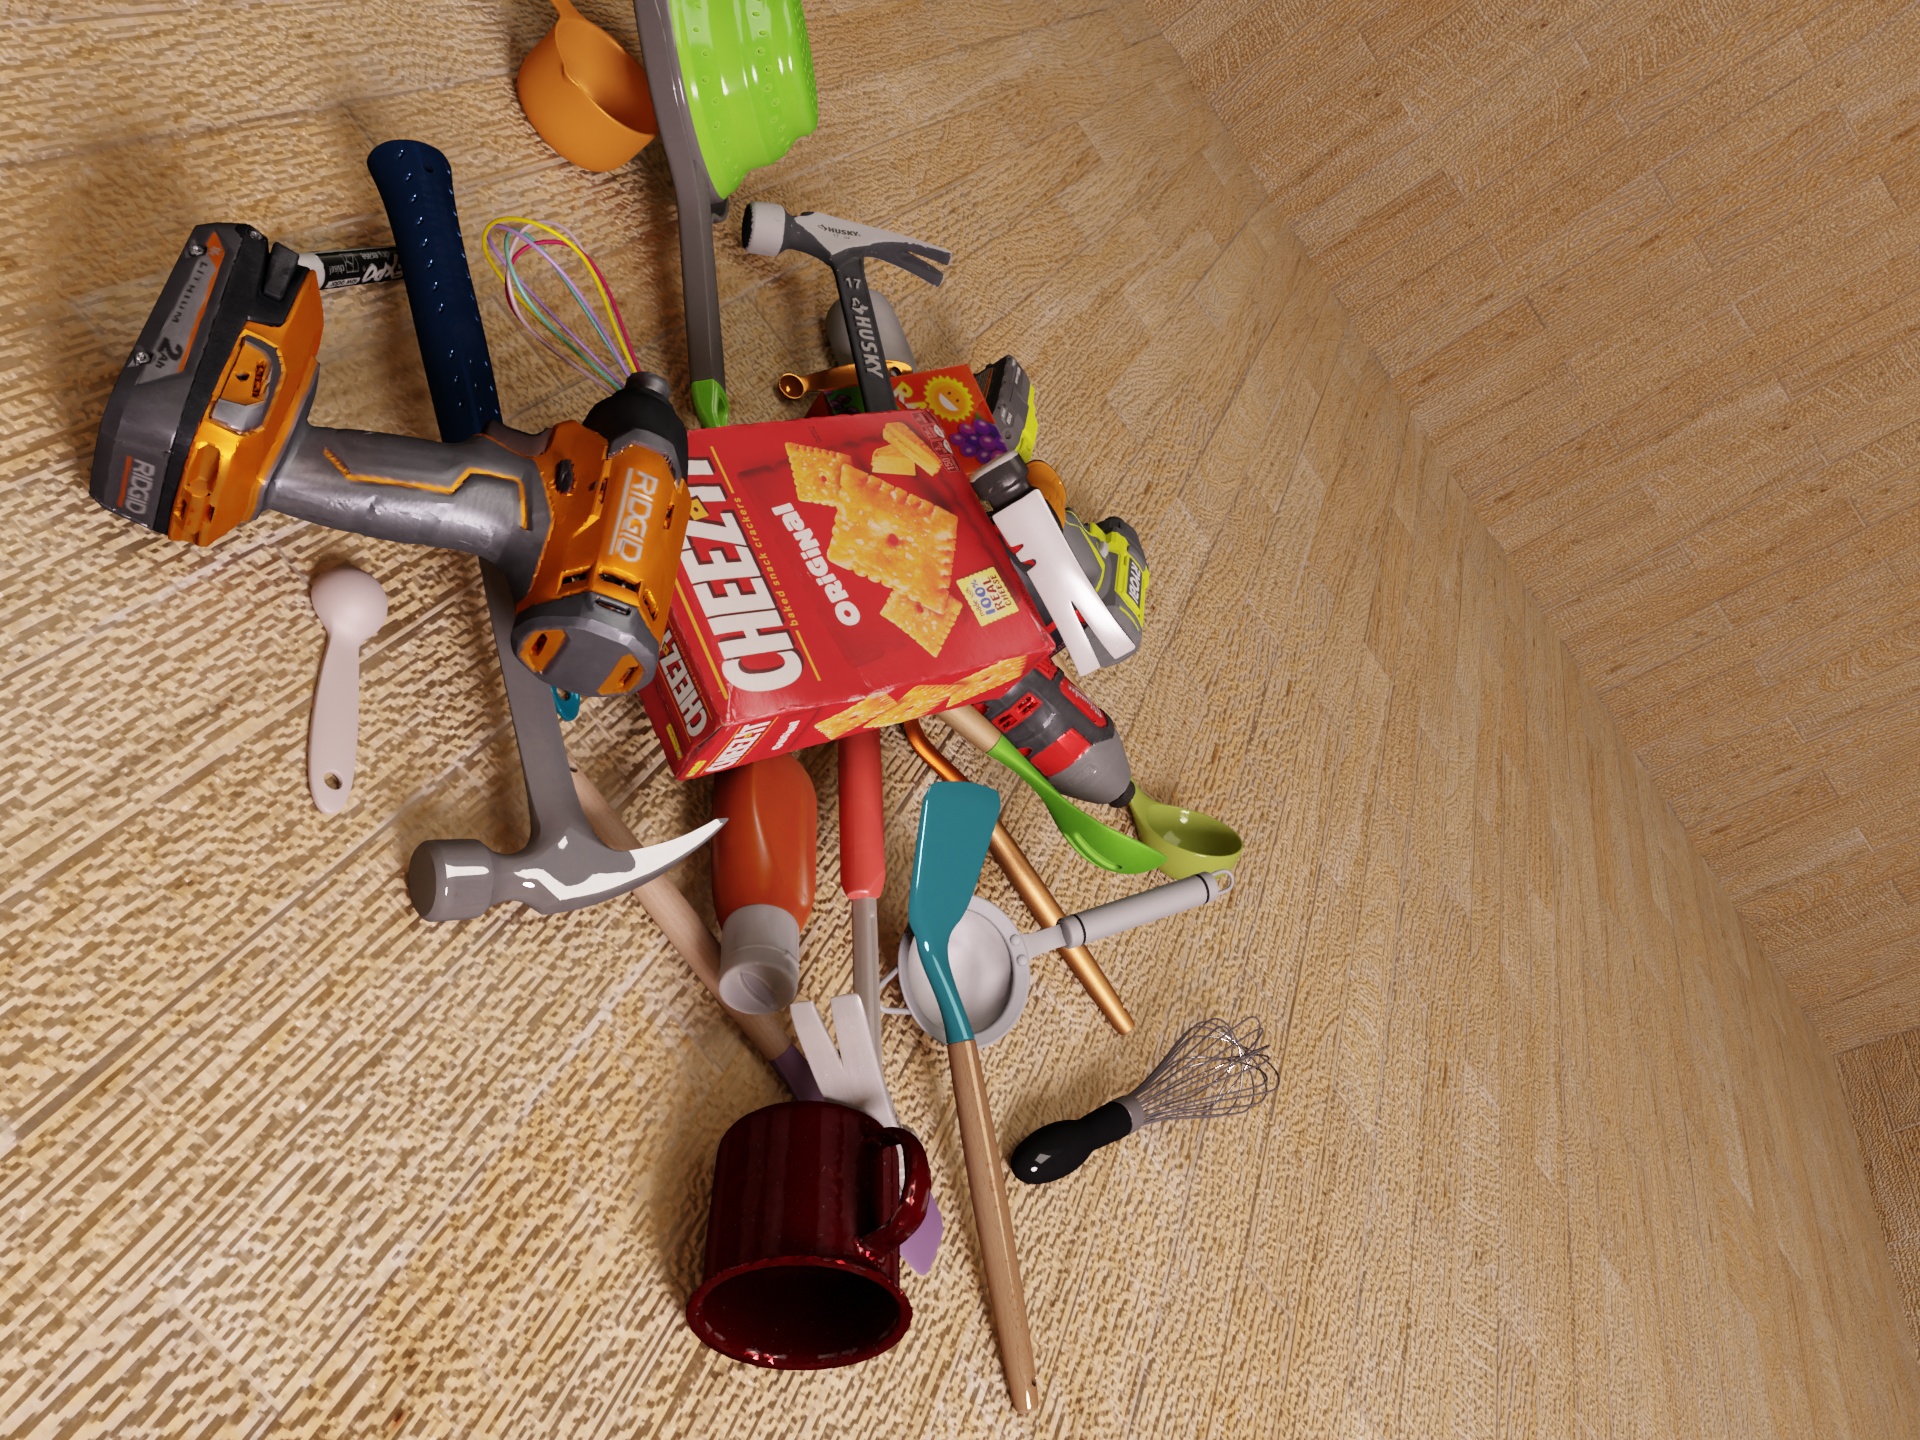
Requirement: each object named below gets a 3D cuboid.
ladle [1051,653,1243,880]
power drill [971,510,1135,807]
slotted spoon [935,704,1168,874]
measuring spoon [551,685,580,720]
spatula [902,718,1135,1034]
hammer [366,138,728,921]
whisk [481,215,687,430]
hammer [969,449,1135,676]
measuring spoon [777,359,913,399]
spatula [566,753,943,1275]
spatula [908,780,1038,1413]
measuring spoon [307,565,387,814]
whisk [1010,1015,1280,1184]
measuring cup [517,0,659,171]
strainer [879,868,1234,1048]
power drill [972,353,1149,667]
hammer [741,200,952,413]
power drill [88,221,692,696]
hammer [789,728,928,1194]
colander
[{"bbox_3d":[0.100,-0.014,1.182,0.320,0.062,0.078,56,27,-1],"label":"ladle"},{"bbox_3d":[0.050,-0.037,1.049,0.143,0.078,0.220,42,20,-28],"label":"power drill"},{"bbox_3d":[-0.001,-0.003,0.920,0.313,0.031,0.070,40,-11,-15],"label":"slotted spoon"},{"bbox_3d":[-0.213,-0.059,0.789,0.042,0.021,0.129,-2,74,-54],"label":"measuring spoon"},{"bbox_3d":[0.028,0.066,1.011,0.322,0.041,0.081,56,8,-9],"label":"spatula"},{"bbox_3d":[-0.219,-0.102,0.753,0.144,0.035,0.406,0,64,-42],"label":"hammer"},{"bbox_3d":[-0.175,-0.178,0.852,0.244,0.047,0.051,55,11,-55],"label":"whisk"},{"bbox_3d":[0.056,-0.121,1.004,0.127,0.034,0.337,59,10,-10],"label":"hammer"},{"bbox_3d":[-0.080,-0.238,1.113,0.117,0.011,0.021,-18,80,-38],"label":"measuring spoon"},{"bbox_3d":[-0.102,0.139,0.770,0.315,0.018,0.060,54,24,-11],"label":"spatula"},{"bbox_3d":[0.013,0.191,0.824,0.082,0.044,0.318,12,64,-61],"label":"spatula"},{"bbox_3d":[-0.258,-0.017,0.672,0.034,0.018,0.124,28,43,-43],"label":"measuring spoon"},{"bbox_3d":[0.117,0.235,0.982,0.284,0.070,0.070,-6,68,-53],"label":"whisk"},{"bbox_3d":[-0.262,-0.428,1.009,0.173,0.052,0.095,55,30,-3],"label":"measuring cup"},{"bbox_3d":[0.056,0.126,0.919,0.258,0.050,0.087,-14,84,-27],"label":"strainer"},{"bbox_3d":[0.070,-0.169,1.258,0.223,0.080,0.171,48,31,-26],"label":"power drill"},{"bbox_3d":[-0.046,-0.196,1.036,0.149,0.036,0.409,2,52,-22],"label":"hammer"},{"bbox_3d":[-0.223,-0.118,0.678,0.226,0.084,0.164,21,54,-22],"label":"power drill"},{"bbox_3d":[-0.054,0.059,0.838,0.359,0.036,0.149,-95,173,-48],"label":"hammer"},{"bbox_3d":[-0.138,-0.362,1.028,0.204,0.094,0.397,74,8,-73],"label":"colander"}]
